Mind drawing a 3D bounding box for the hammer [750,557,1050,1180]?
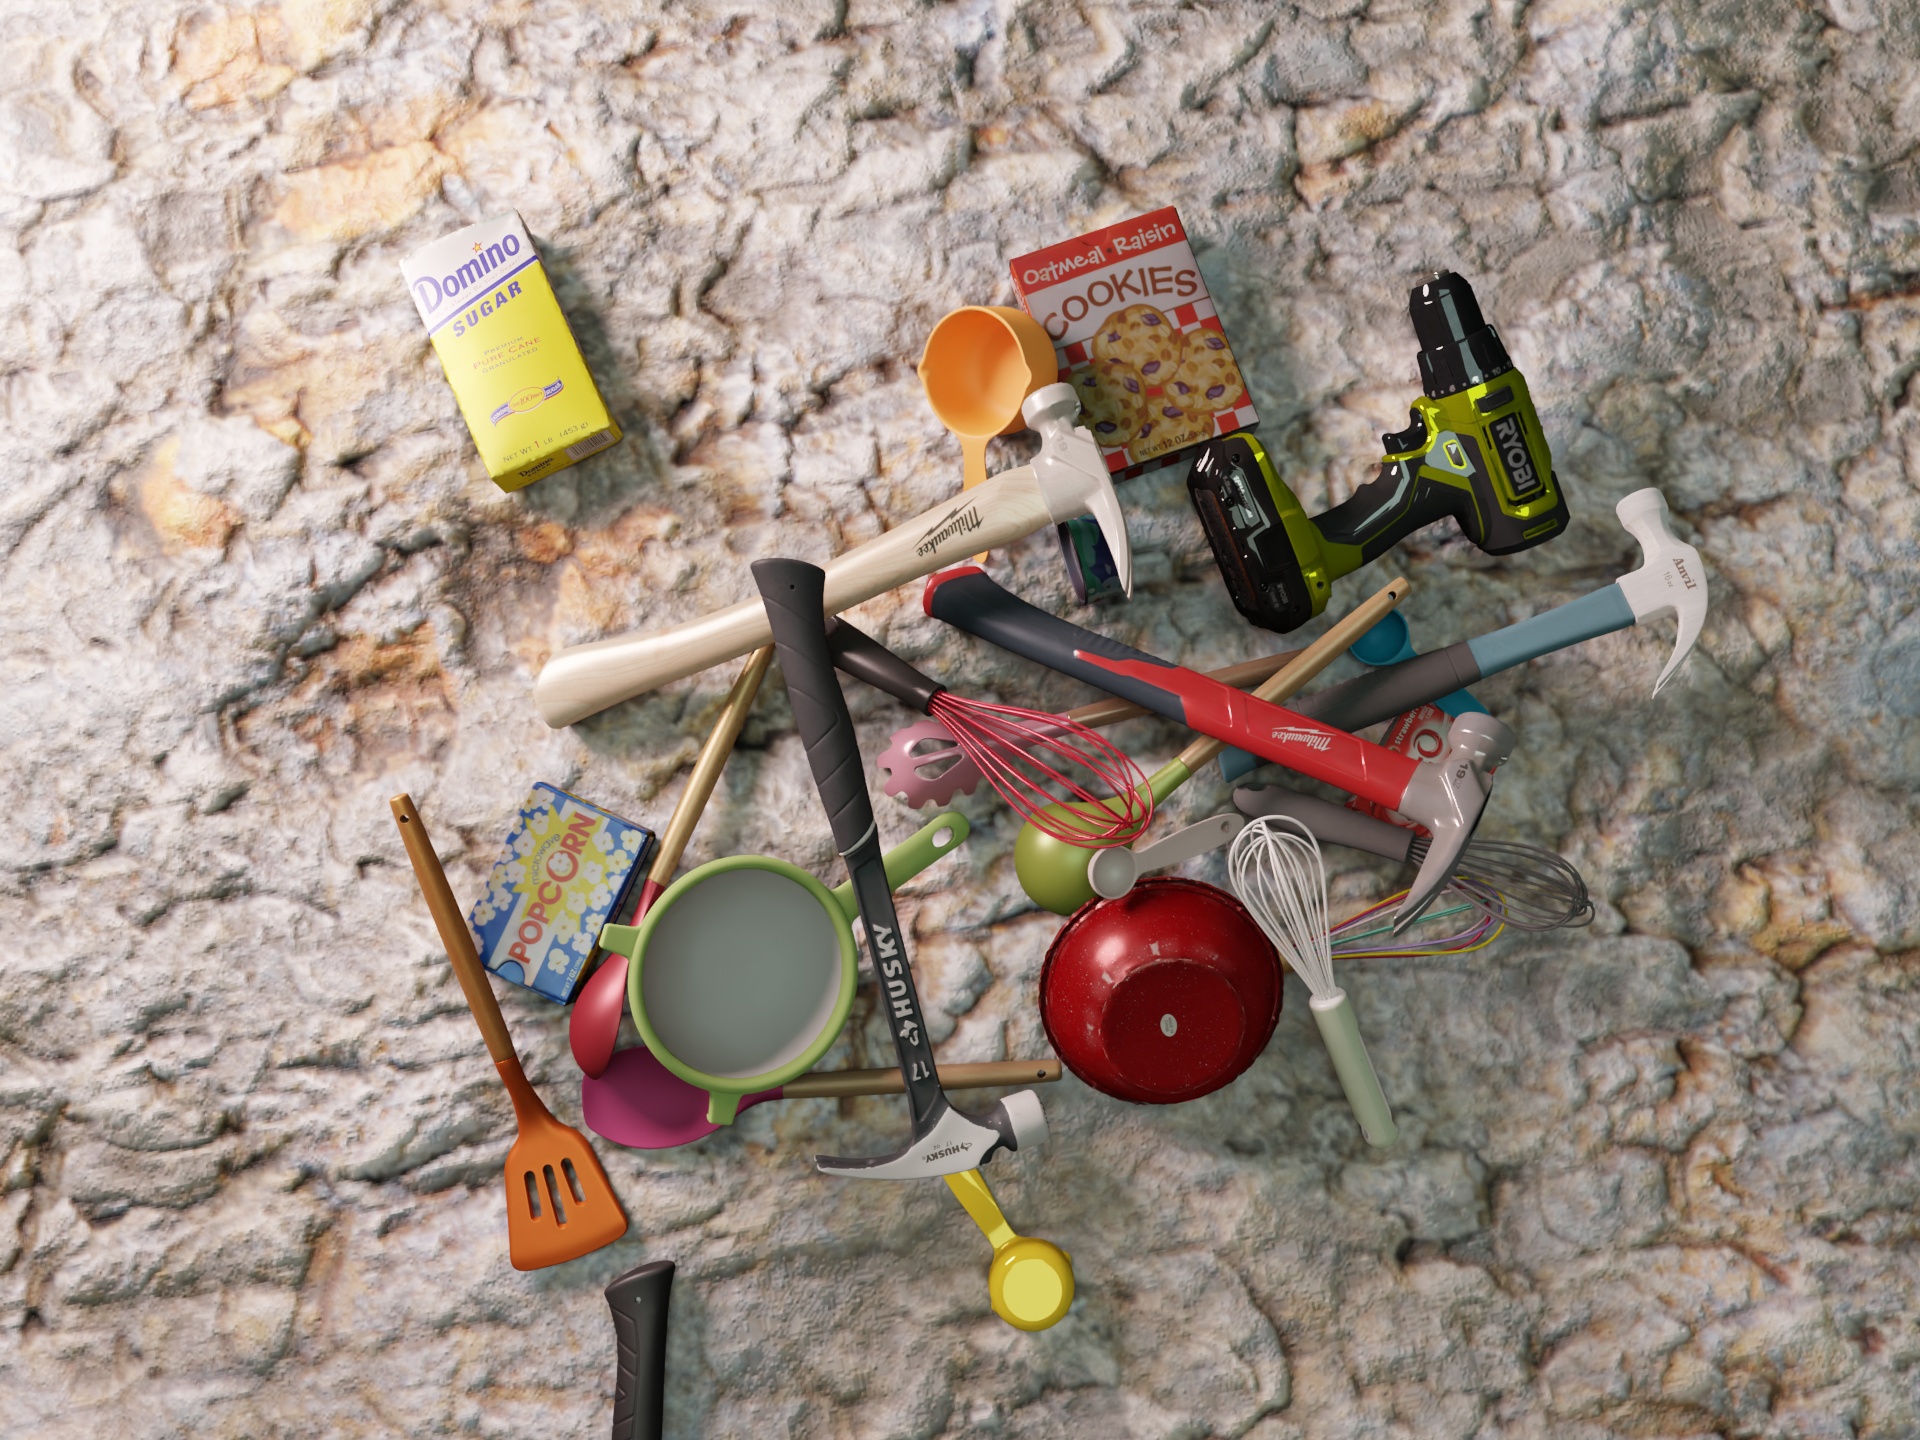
[{"bbox_3d":[-0.065,0.095,1.006,0.149,0.036,0.409,-16,93,-12],"label":"hammer"}]

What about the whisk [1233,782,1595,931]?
[{"bbox_3d":[0.289,0.084,1.030,0.239,0.055,0.055,18,83,24],"label":"whisk"}]

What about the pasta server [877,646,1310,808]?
[{"bbox_3d":[0.098,-0.005,1.083,0.316,0.040,0.060,-15,83,-6],"label":"pasta server"}]

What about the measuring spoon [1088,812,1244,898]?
[{"bbox_3d":[0.131,0.083,1.024,0.124,0.018,0.034,-18,103,-27],"label":"measuring spoon"}]

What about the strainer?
[{"bbox_3d":[-0.106,0.133,1.051,0.256,0.069,0.151,-34,103,-22],"label":"strainer"}]

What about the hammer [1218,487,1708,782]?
[{"bbox_3d":[0.324,-0.036,1.047,0.331,0.033,0.128,-21,68,10],"label":"hammer"}]

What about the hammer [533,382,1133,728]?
[{"bbox_3d":[-0.090,-0.075,1.043,0.410,0.038,0.146,-22,76,10],"label":"hammer"}]

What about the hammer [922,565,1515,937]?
[{"bbox_3d":[0.135,-0.003,1.005,0.386,0.038,0.143,24,70,24],"label":"hammer"}]

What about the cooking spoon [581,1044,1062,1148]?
[{"bbox_3d":[-0.092,0.242,1.055,0.319,0.017,0.069,-4,88,0],"label":"cooking spoon"}]

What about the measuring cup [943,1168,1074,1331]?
[{"bbox_3d":[0.019,0.327,1.037,0.062,0.029,0.156,-34,86,-4],"label":"measuring cup"}]

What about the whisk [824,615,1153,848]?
[{"bbox_3d":[-0.002,-0.003,1.033,0.296,0.073,0.073,31,84,25],"label":"whisk"}]

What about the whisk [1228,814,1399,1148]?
[{"bbox_3d":[0.233,0.170,1.018,0.059,0.058,0.246,-24,105,-1],"label":"whisk"}]

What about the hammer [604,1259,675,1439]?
[{"bbox_3d":[-0.204,0.518,1.013,0.146,0.035,0.335,2,83,1],"label":"hammer"}]

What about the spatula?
[{"bbox_3d":[-0.304,0.199,1.025,0.081,0.041,0.322,-19,102,-2],"label":"spatula"}]

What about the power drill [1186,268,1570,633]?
[{"bbox_3d":[0.274,-0.174,1.059,0.228,0.080,0.190,-24,100,-3],"label":"power drill"}]

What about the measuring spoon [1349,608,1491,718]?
[{"bbox_3d":[0.316,-0.032,1.091,0.128,0.021,0.042,40,97,-4],"label":"measuring spoon"}]

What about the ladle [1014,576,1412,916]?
[{"bbox_3d":[0.167,0.013,1.046,0.320,0.062,0.078,-40,85,1],"label":"ladle"}]

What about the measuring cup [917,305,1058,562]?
[{"bbox_3d":[0.024,-0.197,1.094,0.095,0.052,0.173,12,112,36],"label":"measuring cup"}]

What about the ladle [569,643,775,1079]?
[{"bbox_3d":[-0.191,0.085,1.062,0.031,0.069,0.315,29,77,-26],"label":"ladle"}]

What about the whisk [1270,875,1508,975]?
[{"bbox_3d":[0.243,0.152,1.053,0.245,0.051,0.047,-16,89,1],"label":"whisk"}]
